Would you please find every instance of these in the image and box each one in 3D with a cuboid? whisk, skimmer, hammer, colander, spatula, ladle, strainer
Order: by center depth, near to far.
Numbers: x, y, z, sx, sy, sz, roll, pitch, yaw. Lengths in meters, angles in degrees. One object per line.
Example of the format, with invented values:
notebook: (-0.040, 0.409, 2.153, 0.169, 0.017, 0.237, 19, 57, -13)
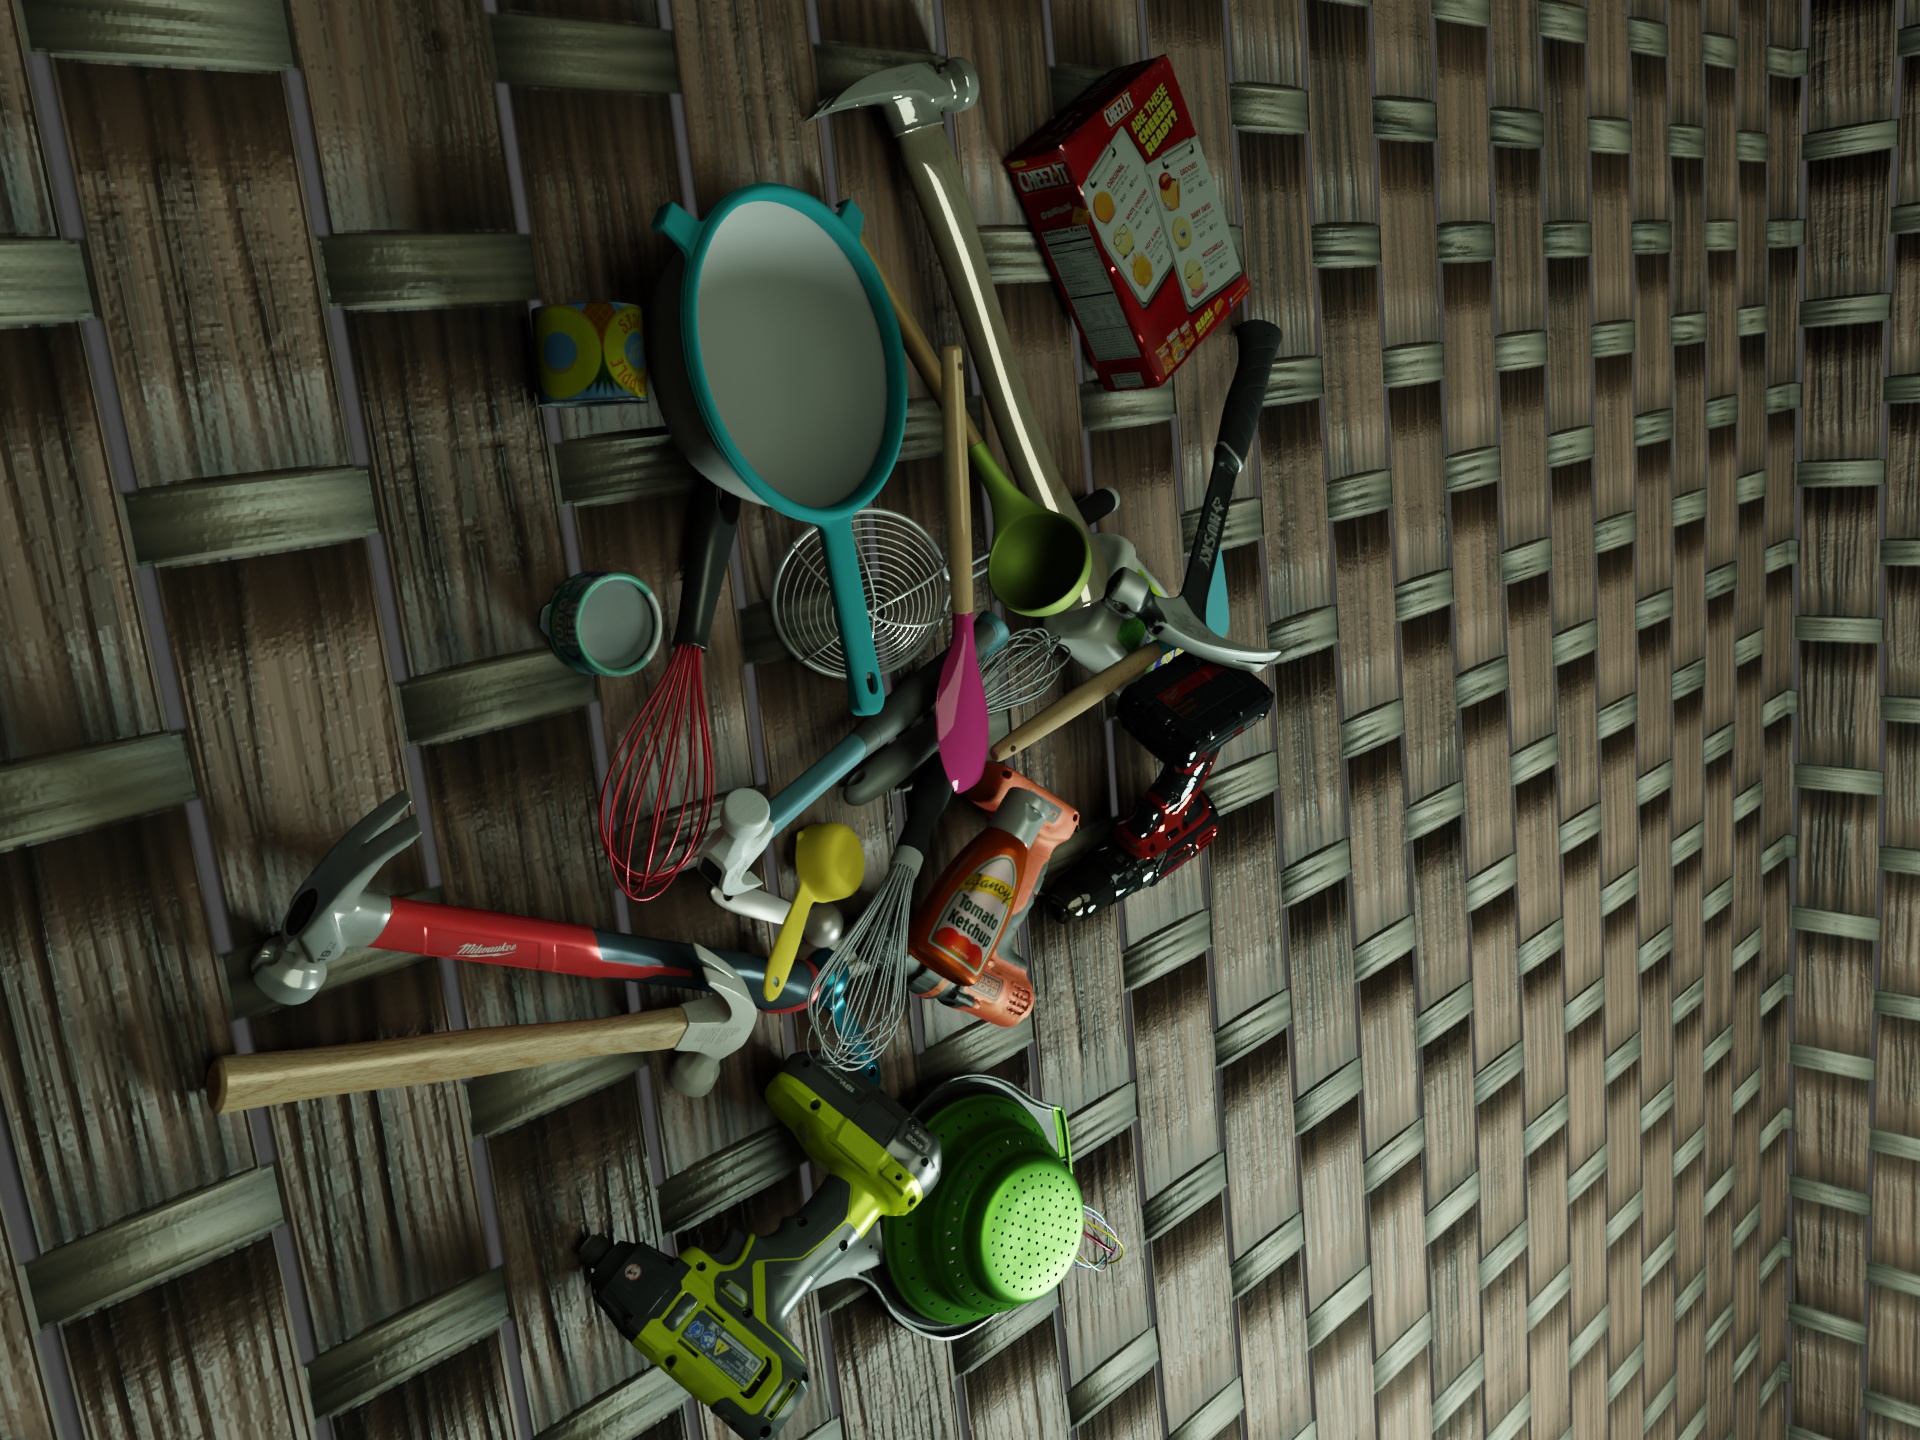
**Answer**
hammer: (-0.270, 0.195, 0.952, 0.331, 0.031, 0.130, 1, 133, -39)
hammer: (-0.219, 0.133, 0.981, 0.143, 0.038, 0.386, -46, 143, 20)
whisk: (-0.180, -0.029, 1.033, 0.073, 0.073, 0.296, 21, 73, -44)
strainer: (-0.120, -0.166, 1.035, 0.211, 0.095, 0.340, -27, 110, -53)
hammer: (-0.066, 0.012, 1.120, 0.033, 0.128, 0.331, 41, 50, 9)
ladle: (-0.005, -0.218, 1.128, 0.320, 0.078, 0.062, 59, 12, -9)
whisk: (-0.047, 0.127, 1.139, 0.070, 0.070, 0.285, 56, 38, -34)
colander: (-0.036, 0.389, 1.170, 0.397, 0.094, 0.204, -7, 95, -39)
hammer: (0.016, -0.272, 1.172, 0.146, 0.038, 0.410, -30, 106, -38)
whisk: (-0.001, -0.003, 1.221, 0.239, 0.055, 0.055, -38, 120, -31)
skimmer: (0.003, -0.132, 1.222, 0.363, 0.090, 0.127, -32, 128, -50)
spatula: (0.131, -0.046, 1.276, 0.317, 0.044, 0.082, -32, 123, -33)
whisk: (0.067, 0.400, 1.338, 0.244, 0.047, 0.051, 49, 62, -33)
hammer: (0.230, -0.209, 1.355, 0.149, 0.036, 0.409, 29, 52, -12)

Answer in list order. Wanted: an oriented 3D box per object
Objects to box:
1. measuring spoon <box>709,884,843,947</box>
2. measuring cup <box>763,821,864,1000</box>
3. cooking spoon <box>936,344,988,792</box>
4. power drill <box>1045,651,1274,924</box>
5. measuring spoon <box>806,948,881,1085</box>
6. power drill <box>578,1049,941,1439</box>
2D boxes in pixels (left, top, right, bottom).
measuring spoon: (-0.127, 0.136, 1.129, 0.124, 0.018, 0.034, 25, 77, -43)
measuring cup: (-0.102, 0.132, 1.104, 0.062, 0.029, 0.157, 60, 30, -31)
cooking spoon: (0.000, -0.102, 1.120, 0.069, 0.017, 0.318, -28, 120, -54)
power drill: (0.157, 0.063, 1.316, 0.188, 0.080, 0.226, -30, 147, -33)
measuring spoon: (-0.080, 0.225, 1.182, 0.042, 0.021, 0.128, -41, 120, -34)
power drill: (-0.131, 0.340, 1.073, 0.171, 0.080, 0.223, 39, 58, 4)
